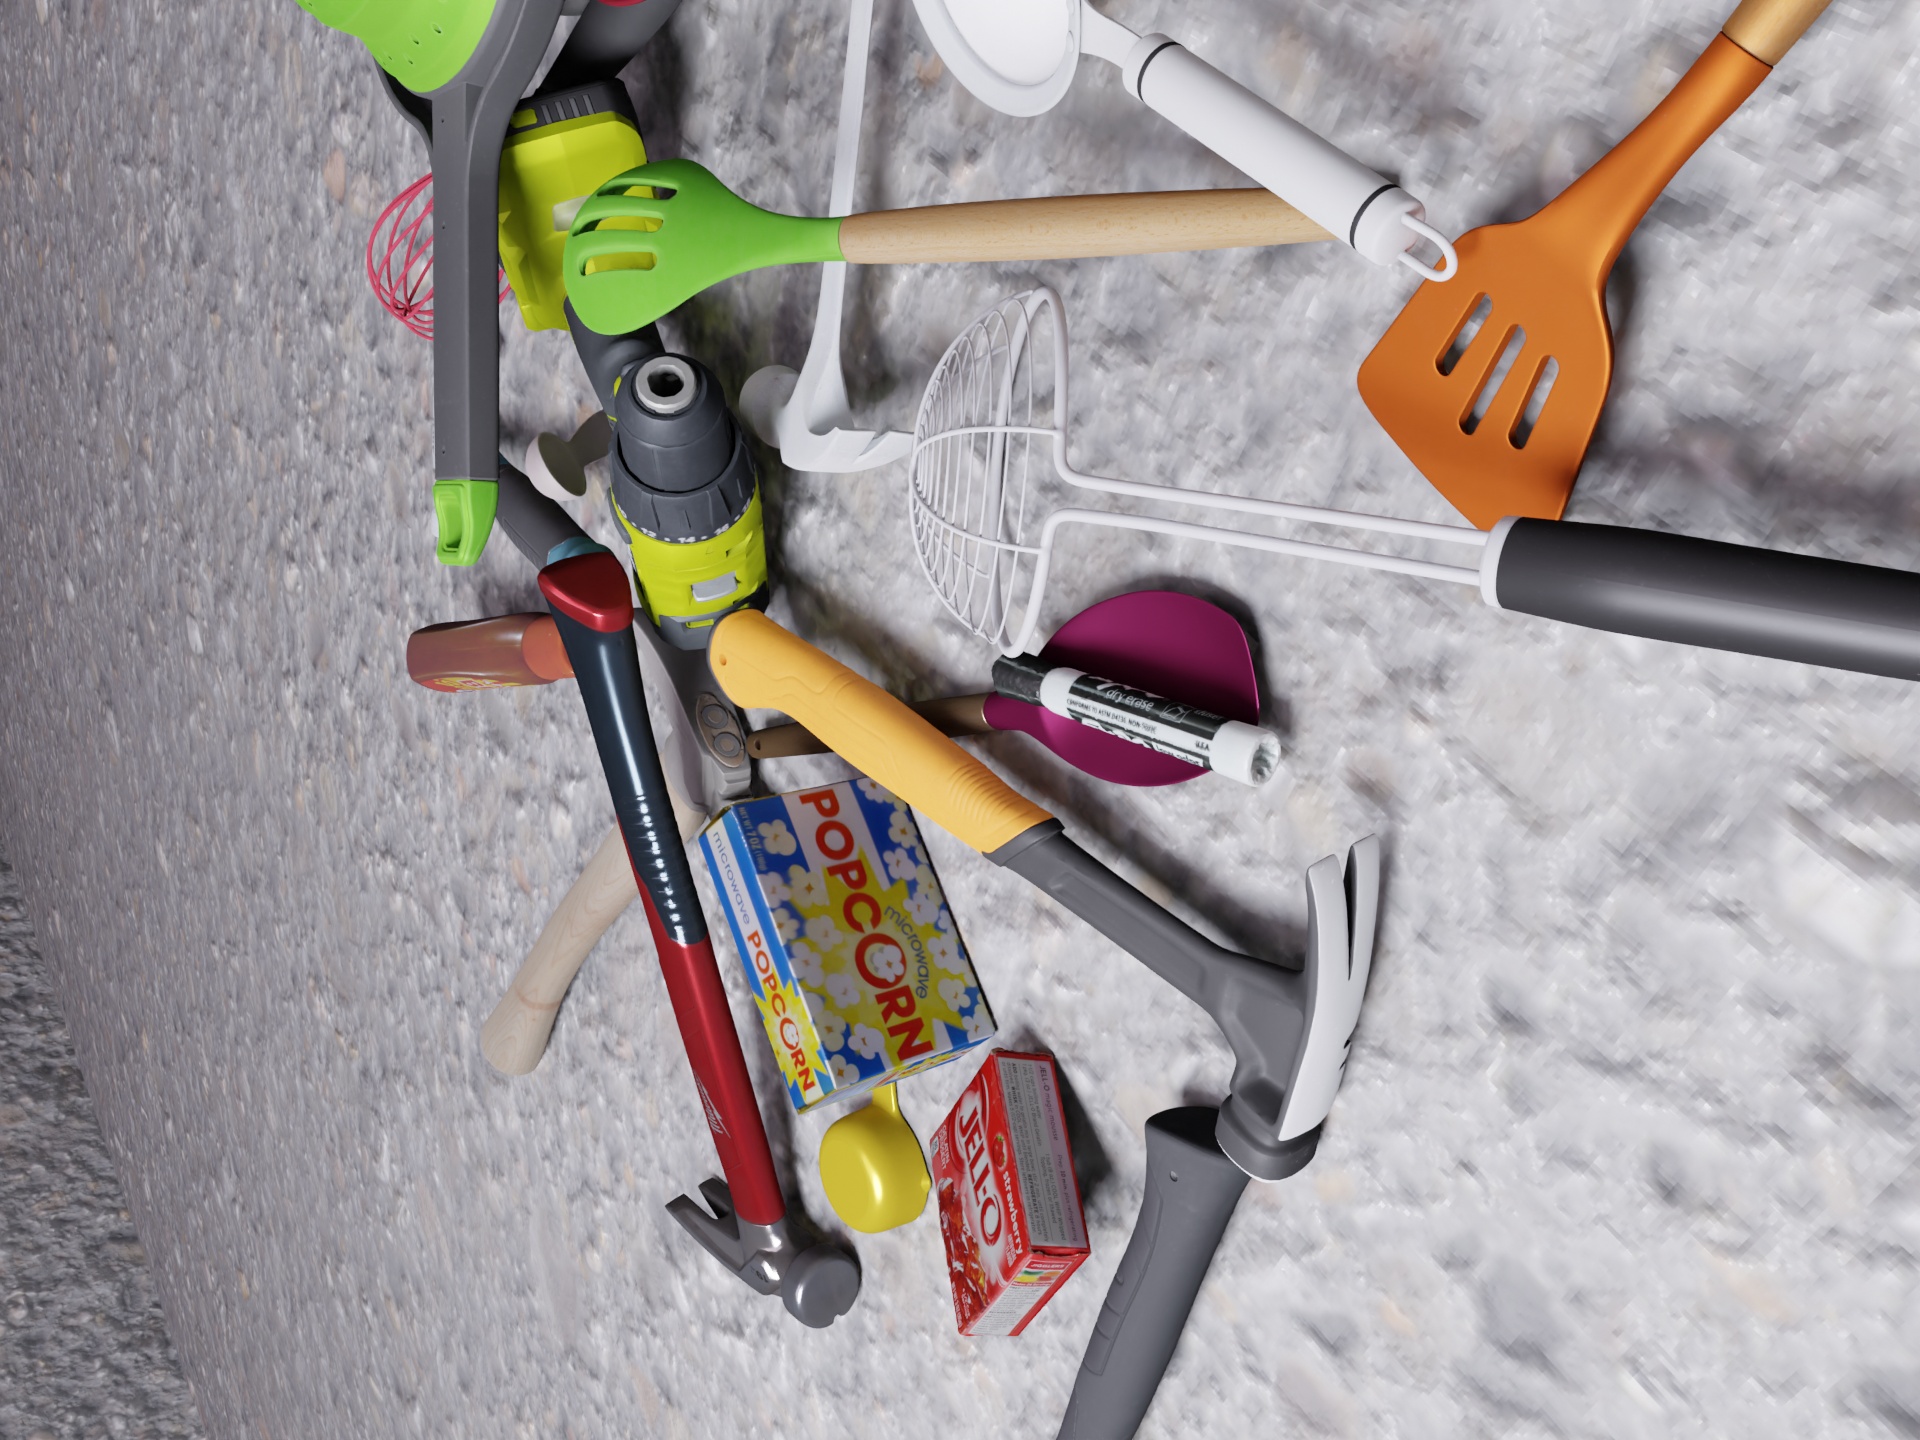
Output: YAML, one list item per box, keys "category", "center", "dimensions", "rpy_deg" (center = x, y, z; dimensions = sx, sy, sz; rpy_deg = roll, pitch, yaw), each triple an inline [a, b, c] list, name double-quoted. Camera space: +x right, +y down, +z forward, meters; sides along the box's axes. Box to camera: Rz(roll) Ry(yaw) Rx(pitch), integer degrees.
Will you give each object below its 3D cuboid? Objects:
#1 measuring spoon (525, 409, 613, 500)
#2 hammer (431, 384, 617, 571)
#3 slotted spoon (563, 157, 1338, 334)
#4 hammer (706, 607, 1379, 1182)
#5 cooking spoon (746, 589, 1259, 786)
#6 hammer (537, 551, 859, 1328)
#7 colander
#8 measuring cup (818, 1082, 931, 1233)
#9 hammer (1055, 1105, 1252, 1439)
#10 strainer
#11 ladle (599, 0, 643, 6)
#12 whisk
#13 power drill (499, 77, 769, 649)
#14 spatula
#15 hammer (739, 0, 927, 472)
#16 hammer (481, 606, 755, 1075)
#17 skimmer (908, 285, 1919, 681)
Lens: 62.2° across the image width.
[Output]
- category: "measuring spoon"
  center: [-0.190, -0.134, 0.789]
  dimensions: [0.018, 0.124, 0.034]
  rpy_deg: [-28, 107, 15]
- category: "hammer"
  center: [-0.244, -0.121, 0.863]
  dimensions: [0.331, 0.033, 0.128]
  rpy_deg: [39, 128, 54]
- category: "slotted spoon"
  center: [-0.014, -0.164, 0.529]
  dimensions: [0.314, 0.031, 0.070]
  rpy_deg: [6, 78, 27]
- category: "hammer"
  center: [0.008, 0.028, 0.603]
  dimensions: [0.337, 0.034, 0.127]
  rpy_deg: [33, 130, 39]
- category: "cooking spoon"
  center: [-0.001, -0.002, 0.646]
  dimensions: [0.319, 0.017, 0.069]
  rpy_deg: [-8, 94, 51]
- category: "hammer"
  center: [-0.141, 0.107, 0.769]
  dimensions: [0.143, 0.038, 0.386]
  rpy_deg: [12, 120, 50]
- category: "colander"
  center: [-0.231, -0.261, 0.628]
  dimensions: [0.205, 0.094, 0.397]
  rpy_deg: [9, 99, 50]
- category: "measuring cup"
  center: [-0.047, 0.162, 0.731]
  dimensions: [0.062, 0.029, 0.156]
  rpy_deg: [8, 106, 50]
- category: "hammer"
  center: [0.057, 0.285, 0.628]
  dimensions: [0.146, 0.035, 0.334]
  rpy_deg: [41, 128, 39]
- category: "strainer"
  center: [0.055, -0.198, 0.476]
  dimensions: [0.259, 0.050, 0.086]
  rpy_deg: [49, 157, 31]
- category: "ladle"
  center: [-0.055, -0.302, 0.552]
  dimensions: [0.316, 0.031, 0.069]
  rpy_deg: [15, 97, 51]
- category: "whisk"
  center: [-0.207, -0.276, 0.764]
  dimensions: [0.296, 0.073, 0.073]
  rpy_deg: [-31, 74, 42]
- category: "power drill"
  center: [-0.145, -0.162, 0.696]
  dimensions: [0.190, 0.080, 0.229]
  rpy_deg: [101, 147, -69]
- category: "spatula"
  center: [0.197, -0.172, 0.356]
  dimensions: [0.081, 0.041, 0.322]
  rpy_deg: [54, 131, 24]
- category: "hammer"
  center: [-0.030, -0.290, 0.583]
  dimensions: [0.144, 0.035, 0.405]
  rpy_deg: [-137, 51, -59]
- category: "hammer"
  center: [-0.217, 0.100, 0.927]
  dimensions: [0.410, 0.038, 0.146]
  rpy_deg: [-48, 60, 46]
- category: "skimmer"
  center: [0.114, -0.057, 0.466]
  dimensions: [0.363, 0.090, 0.127]
  rpy_deg: [17, 106, 41]
